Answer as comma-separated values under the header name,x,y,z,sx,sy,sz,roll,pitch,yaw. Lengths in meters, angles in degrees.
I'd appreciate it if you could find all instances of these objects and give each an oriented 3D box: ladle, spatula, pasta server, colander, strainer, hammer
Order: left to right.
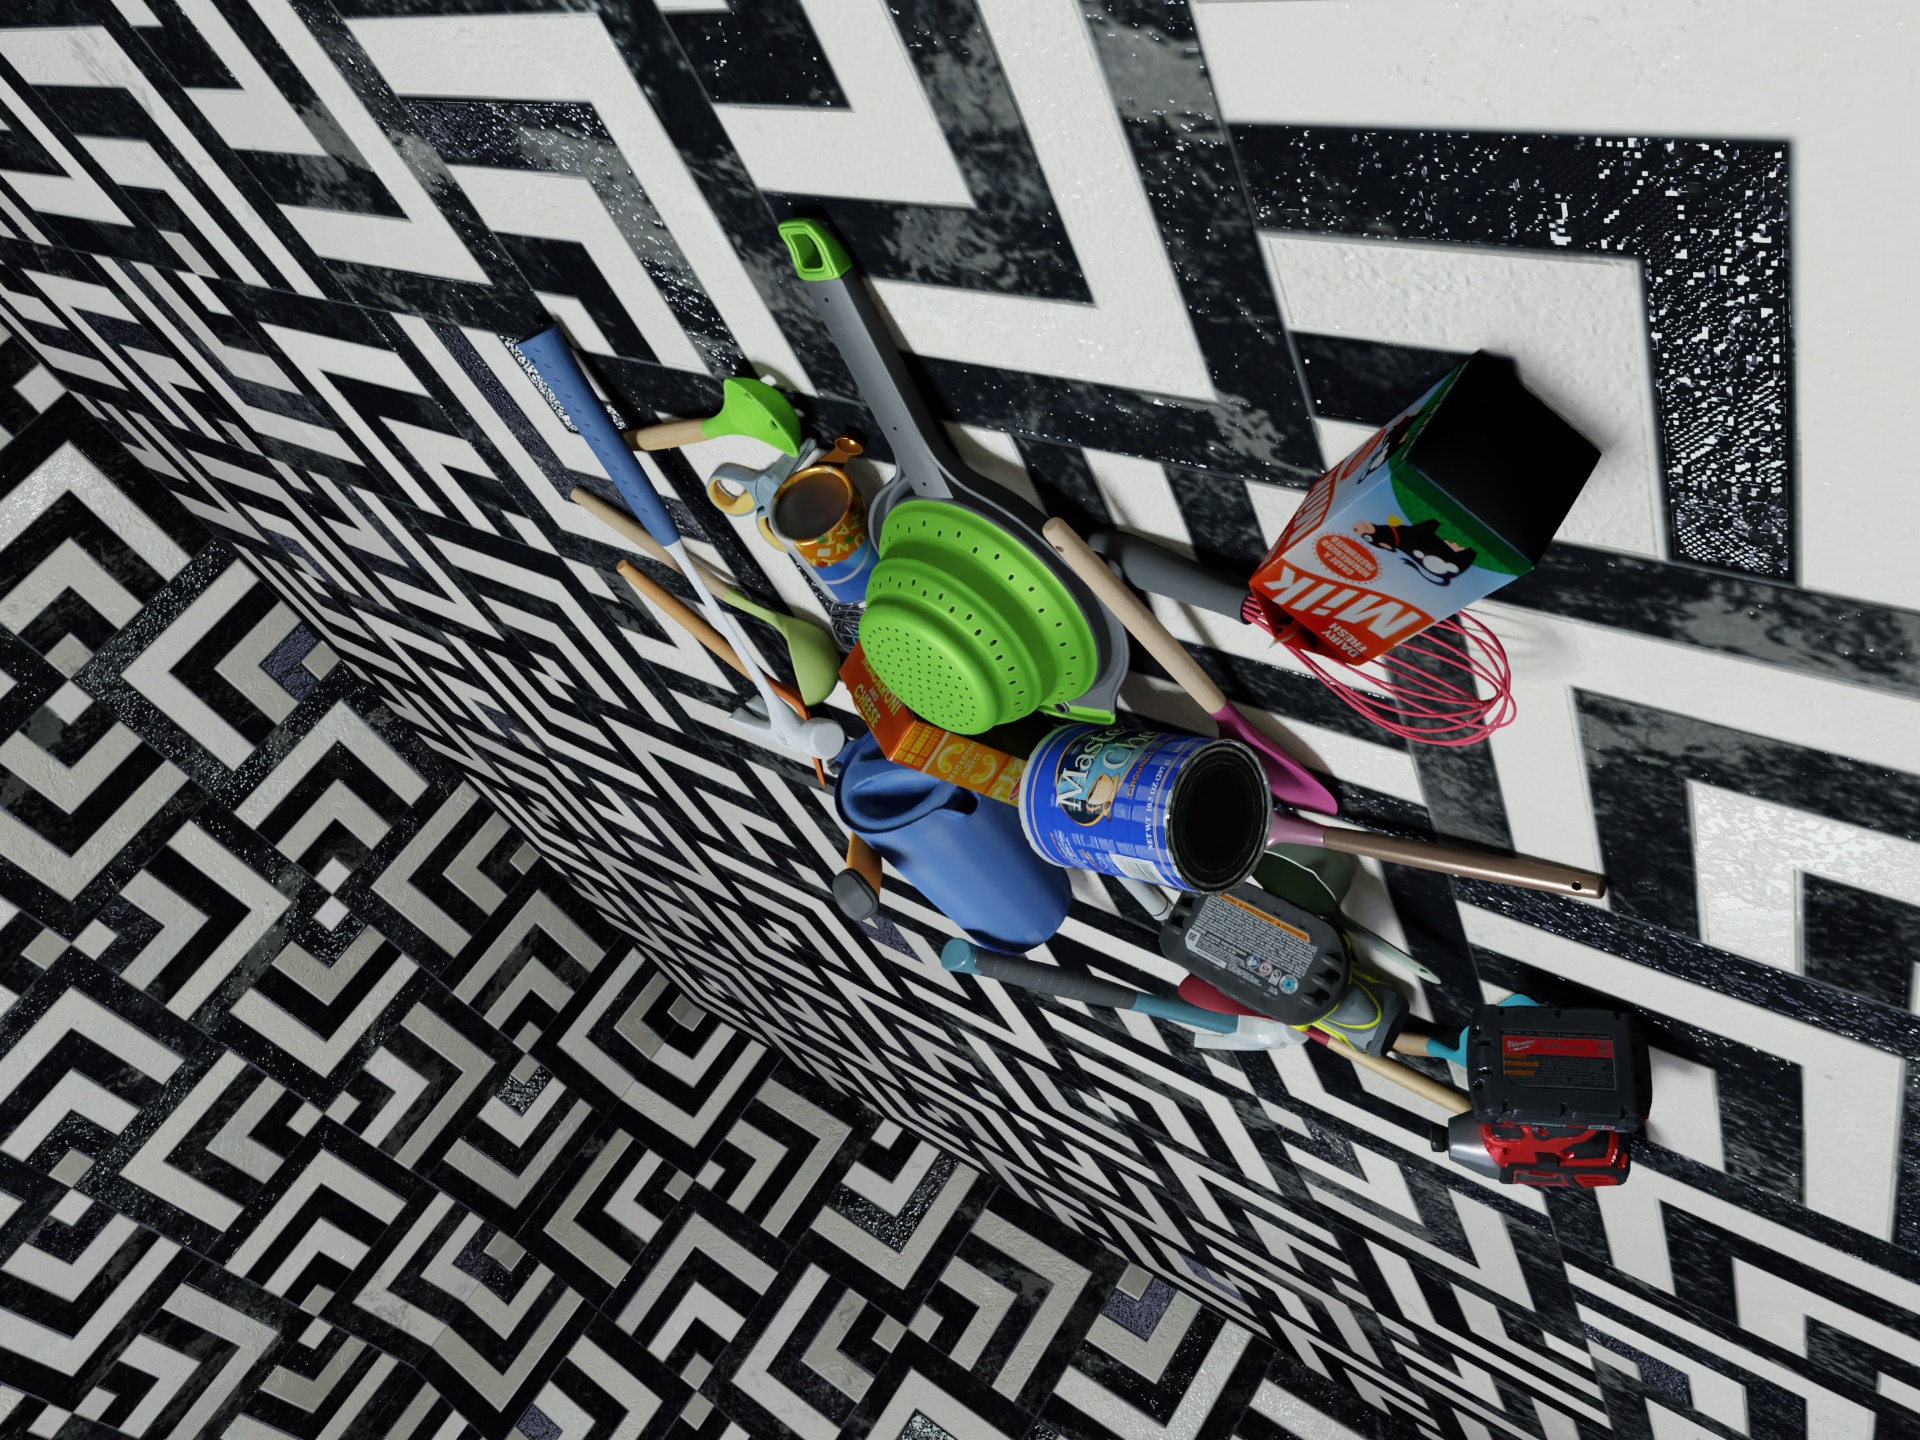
name,x,y,z,sx,sy,sz,roll,pitch,yaw
hammer,-0.234,-0.137,1.299,0.144,0.035,0.405,12,138,55
ladle,-0.235,-0.117,1.417,0.320,0.062,0.078,33,164,17
spatula,-0.209,-0.049,1.472,0.322,0.041,0.081,42,-156,-42
hammer,-0.083,0.117,1.456,0.127,0.034,0.337,52,-173,-11
colander,-0.032,-0.116,0.988,0.205,0.094,0.396,14,144,45
strainer,0.116,0.105,1.353,0.258,0.050,0.087,46,173,-32
hammer,0.144,0.252,1.454,0.331,0.033,0.128,16,160,-11
pasta server,0.263,0.083,1.050,0.316,0.060,0.040,9,-169,42
ladle,0.325,0.273,1.297,0.315,0.069,0.031,24,115,21
spatula,0.373,0.253,1.281,0.082,0.044,0.317,39,164,-10

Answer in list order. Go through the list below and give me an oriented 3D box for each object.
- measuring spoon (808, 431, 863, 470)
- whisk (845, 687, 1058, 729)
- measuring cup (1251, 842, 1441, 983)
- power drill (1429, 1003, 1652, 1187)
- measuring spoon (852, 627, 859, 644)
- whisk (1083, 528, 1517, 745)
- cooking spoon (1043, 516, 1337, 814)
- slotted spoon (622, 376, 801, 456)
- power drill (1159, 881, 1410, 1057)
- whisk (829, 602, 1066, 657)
name,x,y,z,sx,sy,sz,roll,pitch,yaw
measuring spoon,-0.094,-0.178,1.111,0.021,0.011,0.117,23,160,-19
whisk,-0.002,-0.006,1.306,0.245,0.047,0.051,14,161,38
measuring cup,0.282,0.128,1.141,0.167,0.038,0.083,35,160,0
power drill,0.413,0.280,1.142,0.143,0.079,0.219,0,149,15
measuring spoon,-0.028,-0.055,1.280,0.129,0.021,0.042,16,152,25
whisk,0.178,-0.059,0.886,0.296,0.073,0.073,27,158,41
cooking spoon,0.149,-0.025,1.006,0.069,0.017,0.318,8,153,50
slotted spoon,-0.199,-0.218,1.186,0.070,0.031,0.314,49,158,-27
power drill,0.240,0.186,1.214,0.171,0.080,0.223,26,175,29
whisk,-0.014,-0.064,1.189,0.239,0.055,0.055,10,147,43
